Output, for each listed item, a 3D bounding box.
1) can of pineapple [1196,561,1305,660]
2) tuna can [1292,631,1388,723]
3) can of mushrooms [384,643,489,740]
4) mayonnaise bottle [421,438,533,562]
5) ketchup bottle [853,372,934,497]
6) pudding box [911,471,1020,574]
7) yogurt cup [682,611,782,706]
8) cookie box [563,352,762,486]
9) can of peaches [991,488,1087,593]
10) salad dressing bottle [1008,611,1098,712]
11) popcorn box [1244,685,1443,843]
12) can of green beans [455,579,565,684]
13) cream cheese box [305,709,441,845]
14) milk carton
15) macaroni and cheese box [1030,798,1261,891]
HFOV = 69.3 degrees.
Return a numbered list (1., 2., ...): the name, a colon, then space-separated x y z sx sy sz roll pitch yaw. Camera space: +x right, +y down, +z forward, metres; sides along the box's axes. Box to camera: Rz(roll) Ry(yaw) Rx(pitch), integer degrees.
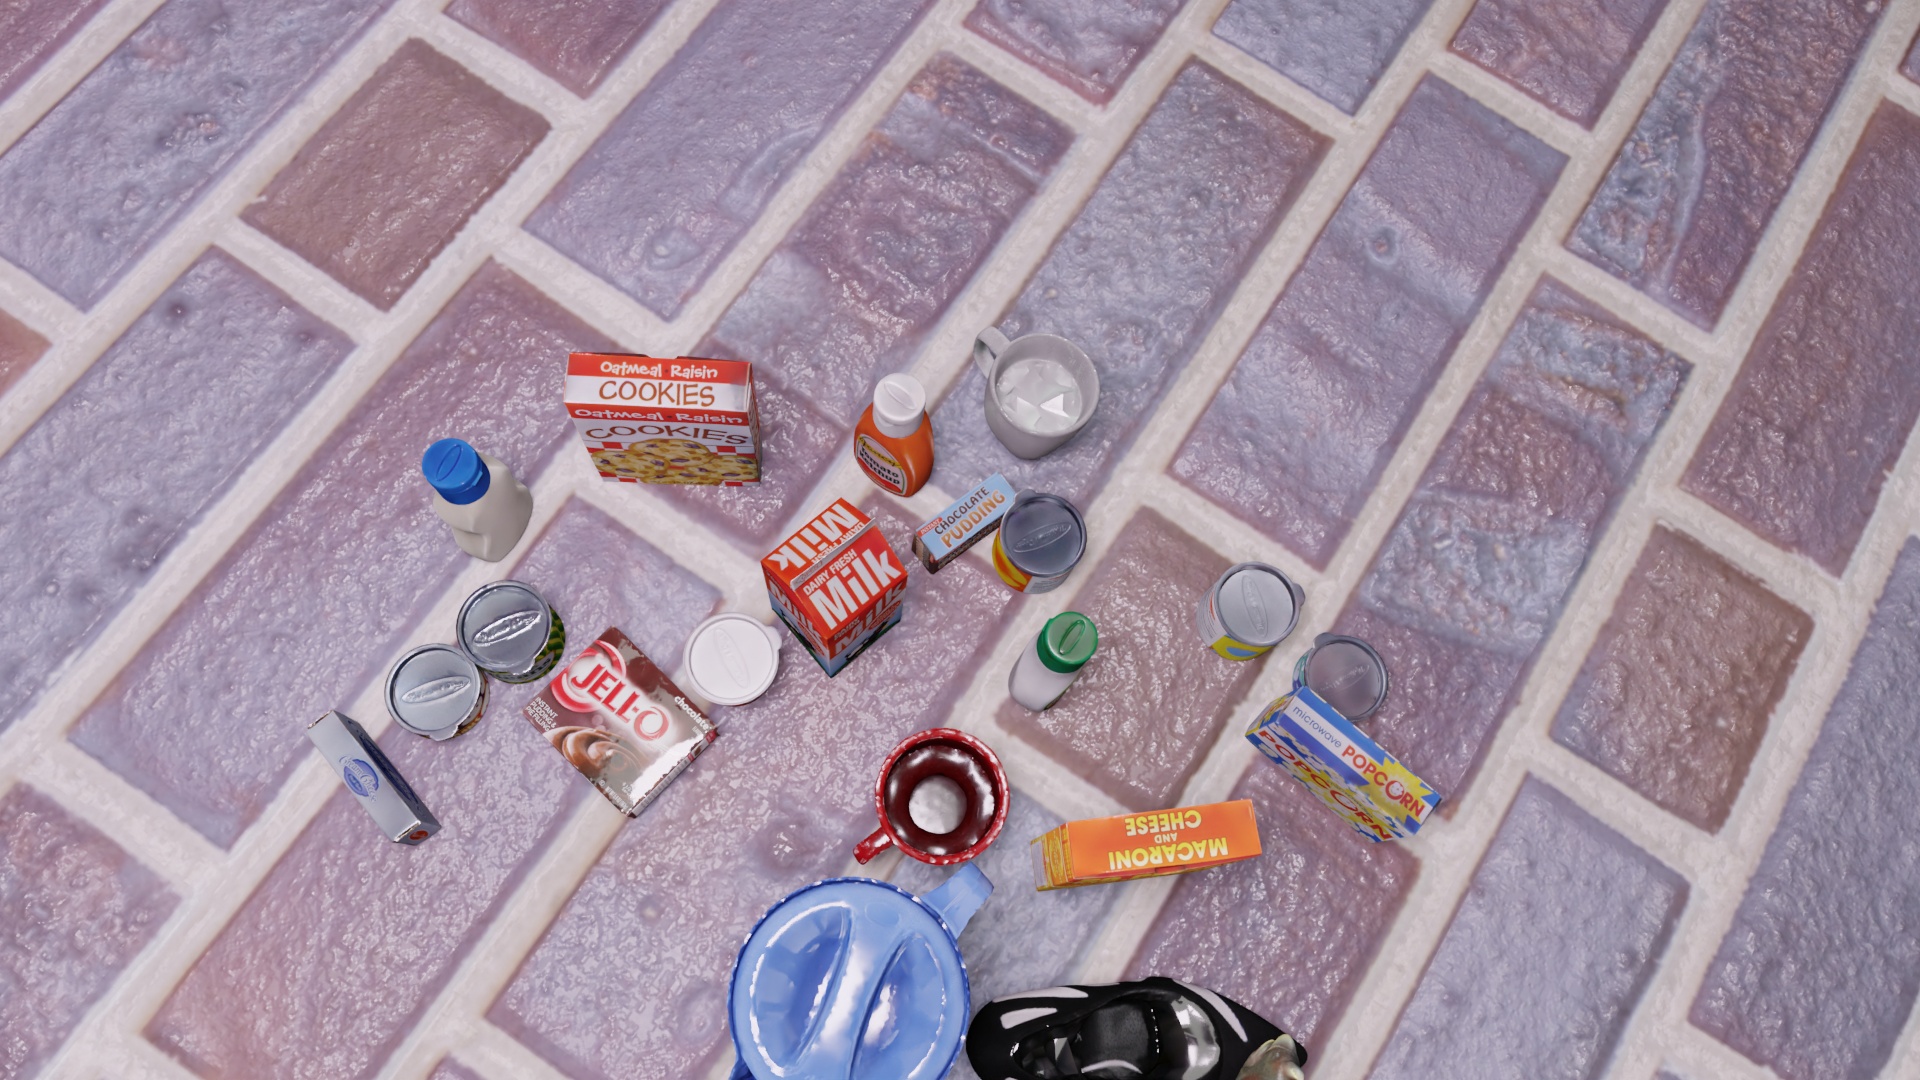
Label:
1. can of pineapple: 0.220 0.055 1.061 0.071 0.057 0.071 1 73 -5
2. tuna can: 0.289 0.106 1.065 0.071 0.032 0.071 1 73 -5
3. can of mushrooms: -0.376 0.112 1.001 0.071 0.033 0.071 1 73 -5
4. mayonnaise bottle: -0.344 -0.032 0.987 0.041 0.147 0.065 25 73 2
5. ketchup bottle: -0.048 -0.080 1.029 0.065 0.148 0.043 38 74 6
6. pudding box: 0.004 -0.013 1.066 0.084 0.049 0.030 -36 80 -14
7. yogurt cup: -0.166 0.091 1.016 0.072 0.053 0.072 1 73 -5
8. cookie box: -0.209 -0.085 1.006 0.123 0.167 0.040 2 74 -5
9. can of peaches: 0.058 0.001 1.062 0.071 0.058 0.071 1 73 -5
10. salad dressing bottle: 0.067 0.085 0.991 0.044 0.147 0.064 34 74 5
11. popcorn box: 0.278 0.165 1.019 0.127 0.085 0.038 40 74 7
12. can of green beans: -0.325 0.067 1.007 0.071 0.057 0.071 1 73 -5
13. cream cheese box: -0.410 0.167 0.971 0.024 0.053 0.104 -40 81 -14
14. milk carton: -0.088 0.032 0.970 0.072 0.190 0.073 -39 81 -14
15. macaroni and cheese box: 0.121 0.211 0.948 0.124 0.166 0.040 -6 74 -7
